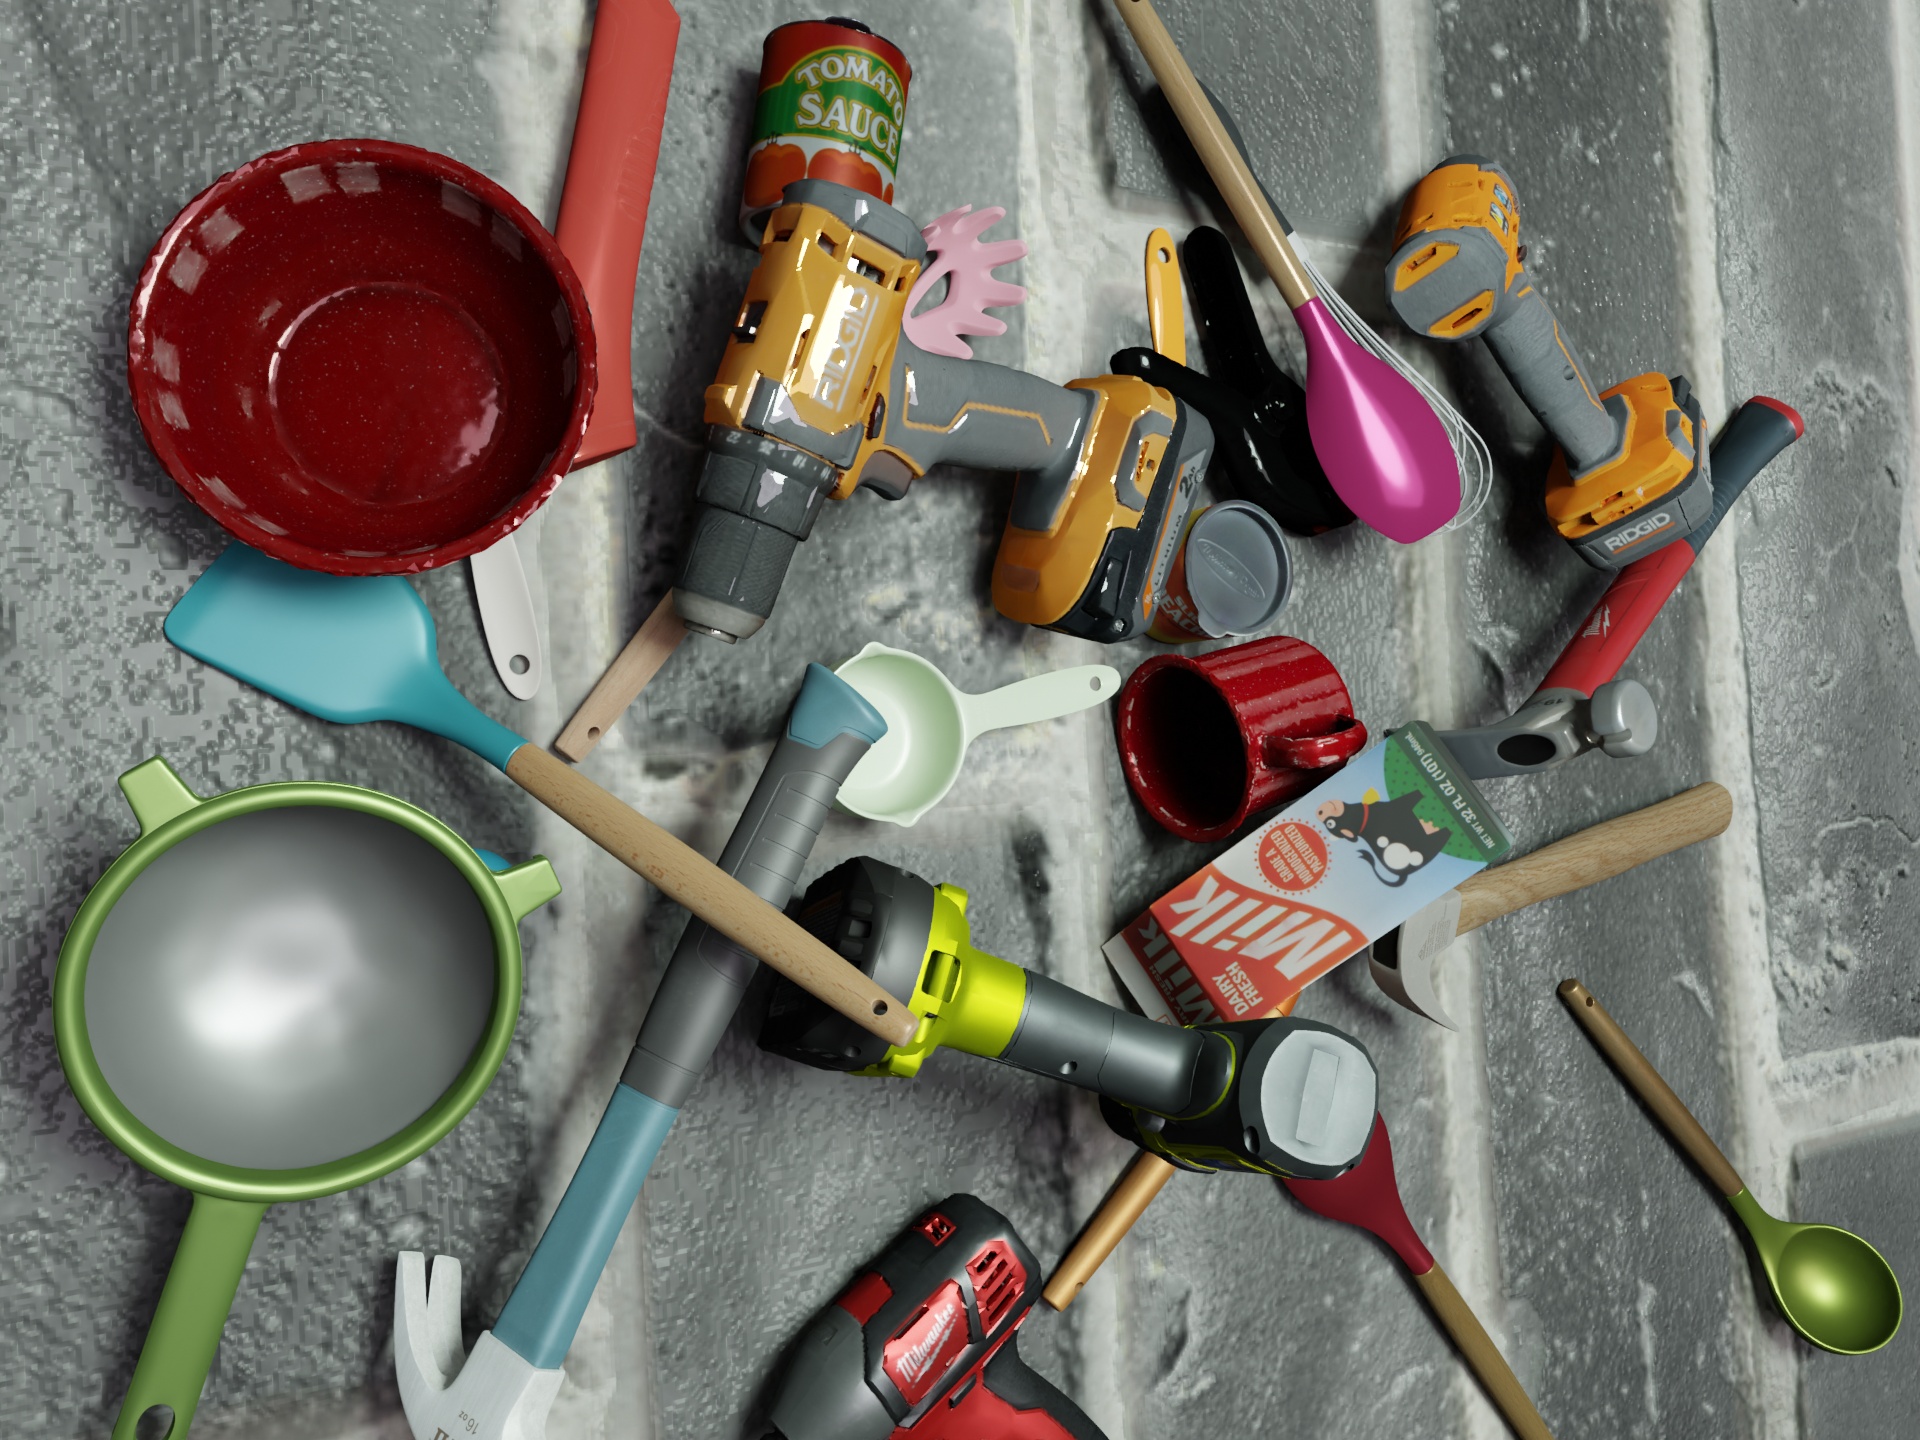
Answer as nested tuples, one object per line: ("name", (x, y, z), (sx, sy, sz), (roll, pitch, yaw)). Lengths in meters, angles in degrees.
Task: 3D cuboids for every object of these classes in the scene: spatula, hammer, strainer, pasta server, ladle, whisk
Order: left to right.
("strainer", (-0.258, 0.140, 0.578), (0.151, 0.069, 0.256), (19, 92, -27))
("spatula", (-0.148, 0.025, 0.590), (0.317, 0.044, 0.082), (32, 69, 13))
("hammer", (-0.147, -0.280, 0.668), (0.149, 0.037, 0.359), (13, 81, -27))
("hammer", (-0.111, 0.131, 0.608), (0.331, 0.128, 0.033), (-65, 148, -11))
("pasta server", (-0.072, -0.108, 0.699), (0.316, 0.040, 0.060), (-55, 129, -18))
("spatula", (0.152, 0.169, 0.805), (0.323, 0.041, 0.080), (-47, 132, -20))
("whisk", (0.189, -0.218, 0.838), (0.070, 0.070, 0.284), (-40, 101, -24))
("ladle", (0.262, 0.315, 0.868), (0.069, 0.031, 0.315), (-43, 109, -23))
("hammer", (0.340, 0.084, 0.893), (0.331, 0.031, 0.130), (-11, 115, -37))
("hammer", (0.394, -0.088, 0.933), (0.386, 0.143, 0.038), (-42, 108, -35))
("ladle", (0.465, 0.268, 0.964), (0.320, 0.062, 0.078), (48, 65, -15))

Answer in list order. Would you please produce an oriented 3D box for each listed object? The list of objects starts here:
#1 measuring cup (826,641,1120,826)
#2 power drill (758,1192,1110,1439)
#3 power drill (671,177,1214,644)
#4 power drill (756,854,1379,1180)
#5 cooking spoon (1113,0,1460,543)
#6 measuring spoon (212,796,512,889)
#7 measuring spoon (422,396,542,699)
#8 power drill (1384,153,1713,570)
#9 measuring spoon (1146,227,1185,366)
("measuring cup", (-0.001, -0.002, 0.734), (0.167, 0.038, 0.083), (-14, 94, -30))
("power drill", (0.012, 0.336, 0.704), (0.143, 0.078, 0.219), (-38, 102, -25))
("power drill", (-0.010, -0.099, 0.687), (0.226, 0.084, 0.185), (20, 89, -36))
("power drill", (0.037, 0.138, 0.680), (0.228, 0.190, 0.080), (21, 72, -12))
("cooking spoon", (0.160, -0.232, 0.800), (0.069, 0.017, 0.319), (-32, 94, -8))
("measuring spoon", (-0.229, 0.056, 0.614), (0.128, 0.021, 0.042), (24, 76, -26))
("measuring spoon", (-0.191, -0.069, 0.649), (0.034, 0.018, 0.124), (-13, 101, -14))
("power drill", (0.324, -0.211, 0.886), (0.226, 0.084, 0.164), (45, 41, -17))
("measuring spoon", (0.110, -0.196, 0.817), (0.021, 0.011, 0.117), (-6, 90, -29))
